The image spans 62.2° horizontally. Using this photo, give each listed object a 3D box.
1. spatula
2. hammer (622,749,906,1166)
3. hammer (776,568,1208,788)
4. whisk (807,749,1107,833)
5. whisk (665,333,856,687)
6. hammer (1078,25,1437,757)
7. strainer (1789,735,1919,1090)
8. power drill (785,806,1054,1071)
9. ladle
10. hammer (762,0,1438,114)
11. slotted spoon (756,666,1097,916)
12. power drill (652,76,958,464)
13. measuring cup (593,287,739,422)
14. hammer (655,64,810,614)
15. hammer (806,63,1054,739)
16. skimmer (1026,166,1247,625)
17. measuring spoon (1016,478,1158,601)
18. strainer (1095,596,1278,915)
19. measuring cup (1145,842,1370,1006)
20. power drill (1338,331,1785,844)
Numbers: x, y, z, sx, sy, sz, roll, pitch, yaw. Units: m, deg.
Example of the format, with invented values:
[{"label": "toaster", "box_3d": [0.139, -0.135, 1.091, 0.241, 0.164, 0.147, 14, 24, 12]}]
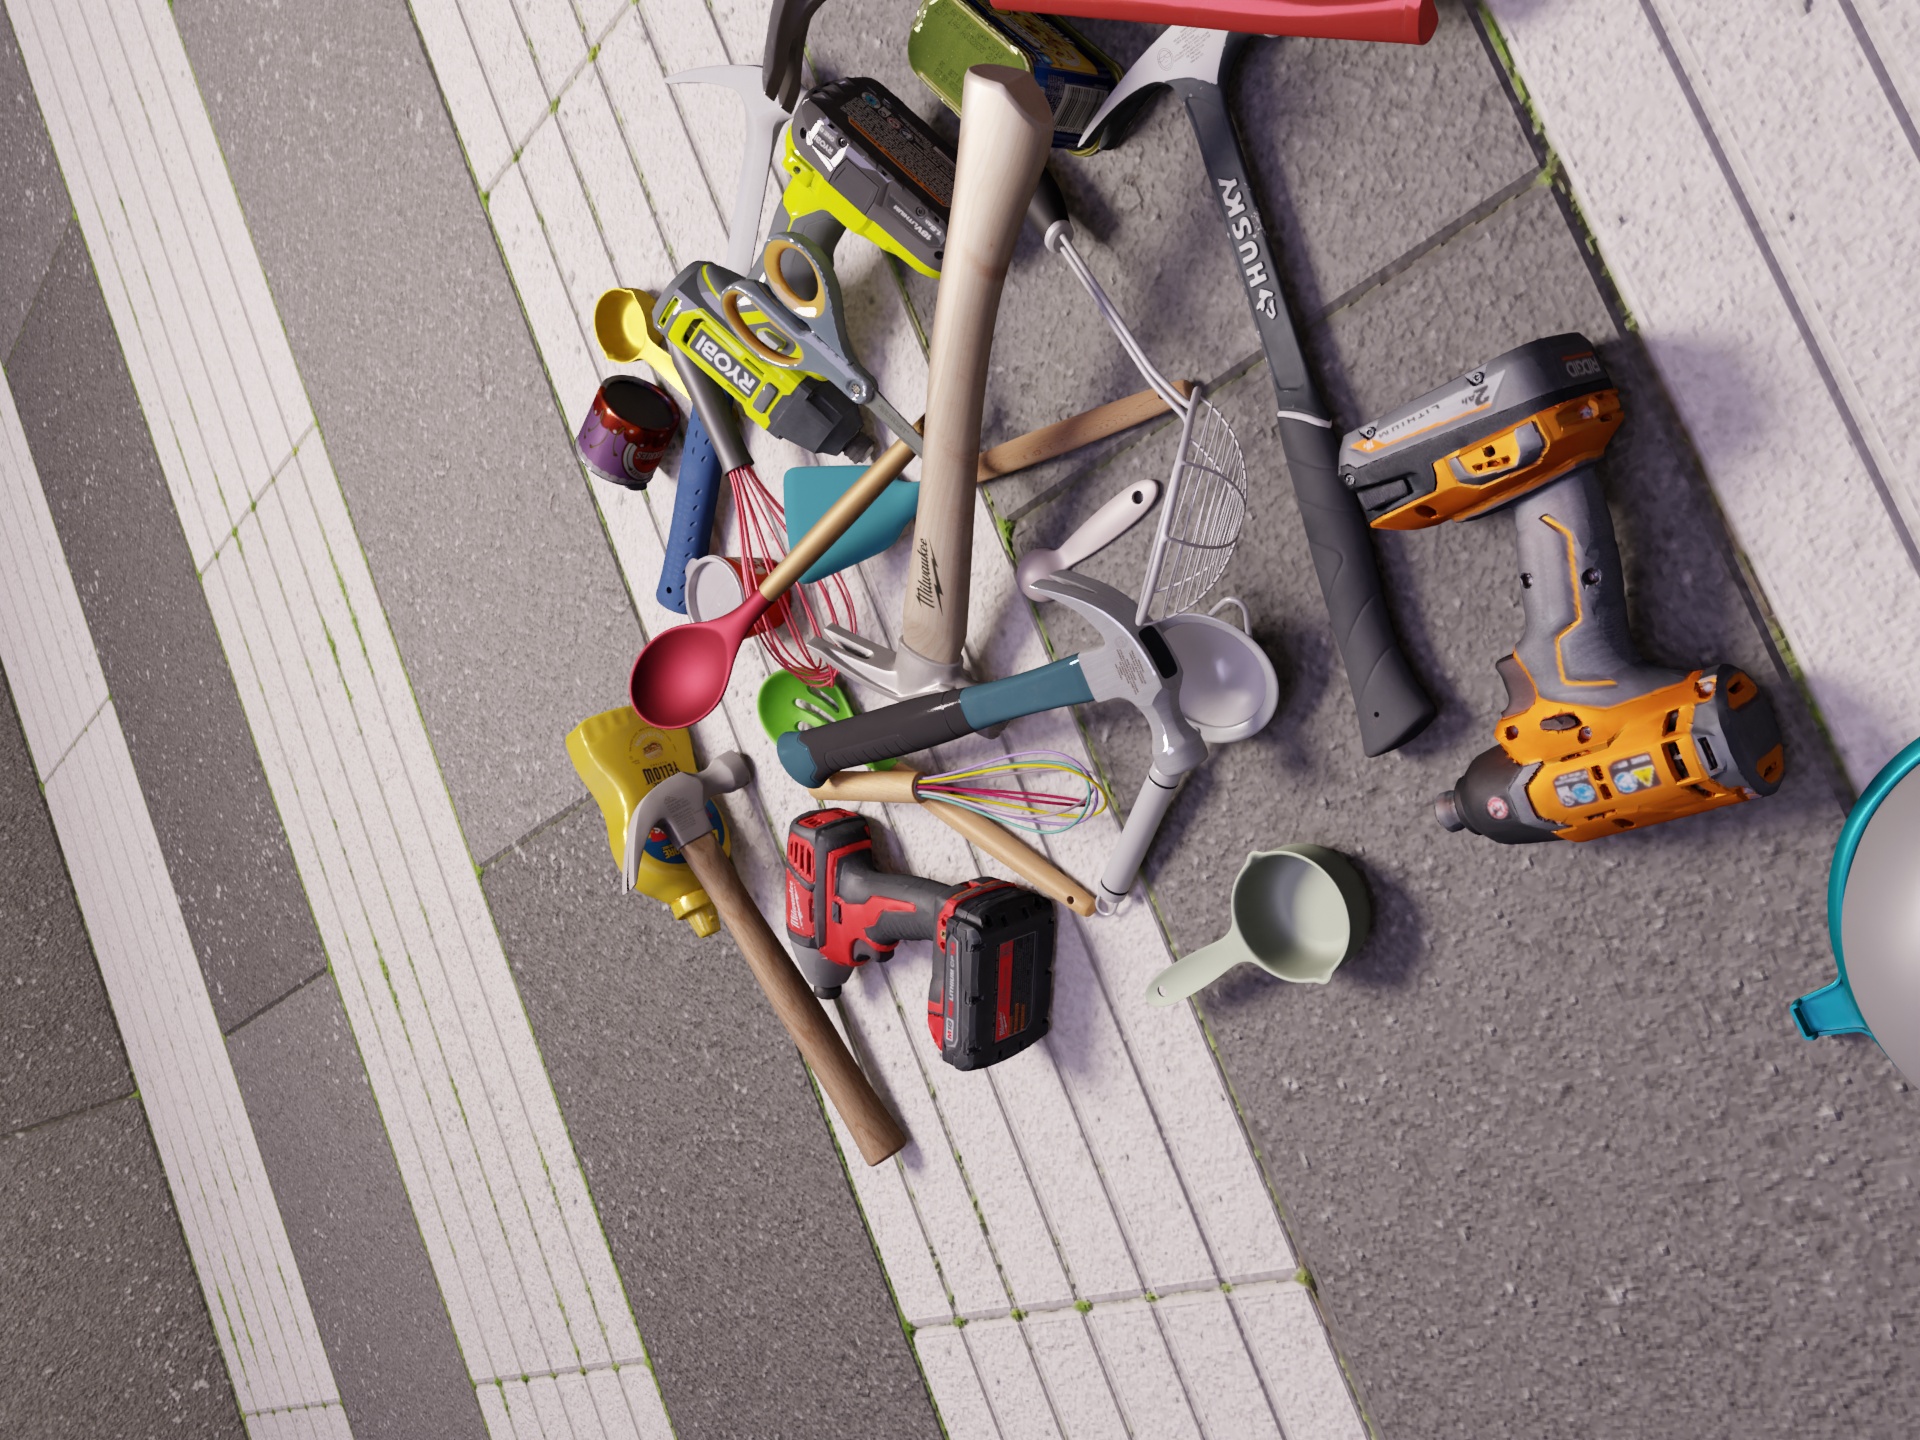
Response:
[{"label": "spatula", "box_3d": [0.009, -0.160, 1.003, 0.317, 0.044, 0.082, -14, 81, 42]}, {"label": "hammer", "box_3d": [-0.143, 0.188, 1.205, 0.331, 0.130, 0.031, 58, 147, 6]}, {"label": "hammer", "box_3d": [-0.002, -0.003, 0.990, 0.331, 0.033, 0.128, -15, 100, 44]}, {"label": "whisk", "box_3d": [-0.008, 0.048, 1.054, 0.245, 0.047, 0.051, -1, 78, 39]}, {"label": "whisk", "box_3d": [-0.148, -0.160, 1.121, 0.073, 0.073, 0.296, -22, 93, 44]}, {"label": "hammer", "box_3d": [0.173, -0.179, 0.852, 0.149, 0.036, 0.409, -17, 88, 46]}, {"label": "strainer", "box_3d": [0.452, 0.037, 0.596, 0.211, 0.095, 0.340, 27, 119, 37]}, {"label": "power drill", "box_3d": [-0.041, 0.155, 1.113, 0.220, 0.078, 0.143, 18, 112, 43]}, {"label": "ladle", "box_3d": [-0.114, -0.102, 1.063, 0.315, 0.031, 0.069, -42, 78, 25]}, {"label": "hammer", "box_3d": [0.062, -0.370, 0.816, 0.359, 0.036, 0.149, 18, 95, 25]}, {"label": "slotted spoon", "box_3d": [-0.027, 0.050, 1.105, 0.314, 0.031, 0.070, 33, 113, 31]}, {"label": "power drill", "box_3d": [-0.083, -0.279, 1.025, 0.171, 0.080, 0.223, 41, 133, -6]}, {"label": "measuring cup", "box_3d": [-0.218, -0.275, 1.215, 0.156, 0.029, 0.062, 40, 125, 15]}, {"label": "hammer", "box_3d": [-0.177, -0.265, 1.151, 0.144, 0.035, 0.405, 28, 121, 20]}, {"label": "hammer", "box_3d": [-0.012, -0.175, 0.937, 0.146, 0.038, 0.410, 24, 132, 19]}, {"label": "skimmer", "box_3d": [0.057, -0.220, 0.893, 0.127, 0.090, 0.364, 94, 151, -64]}, {"label": "measuring spoon", "box_3d": [0.074, -0.111, 0.973, 0.124, 0.018, 0.034, -37, 74, 42]}, {"label": "strainer", "box_3d": [0.124, 0.023, 0.945, 0.087, 0.050, 0.258, 28, 127, 12]}, {"label": "measuring cup", "box_3d": [0.170, 0.128, 0.929, 0.167, 0.038, 0.083, -42, 71, 43]}, {"label": "power drill", "box_3d": [0.269, -0.050, 0.762, 0.164, 0.084, 0.226, -25, 87, 45]}]
